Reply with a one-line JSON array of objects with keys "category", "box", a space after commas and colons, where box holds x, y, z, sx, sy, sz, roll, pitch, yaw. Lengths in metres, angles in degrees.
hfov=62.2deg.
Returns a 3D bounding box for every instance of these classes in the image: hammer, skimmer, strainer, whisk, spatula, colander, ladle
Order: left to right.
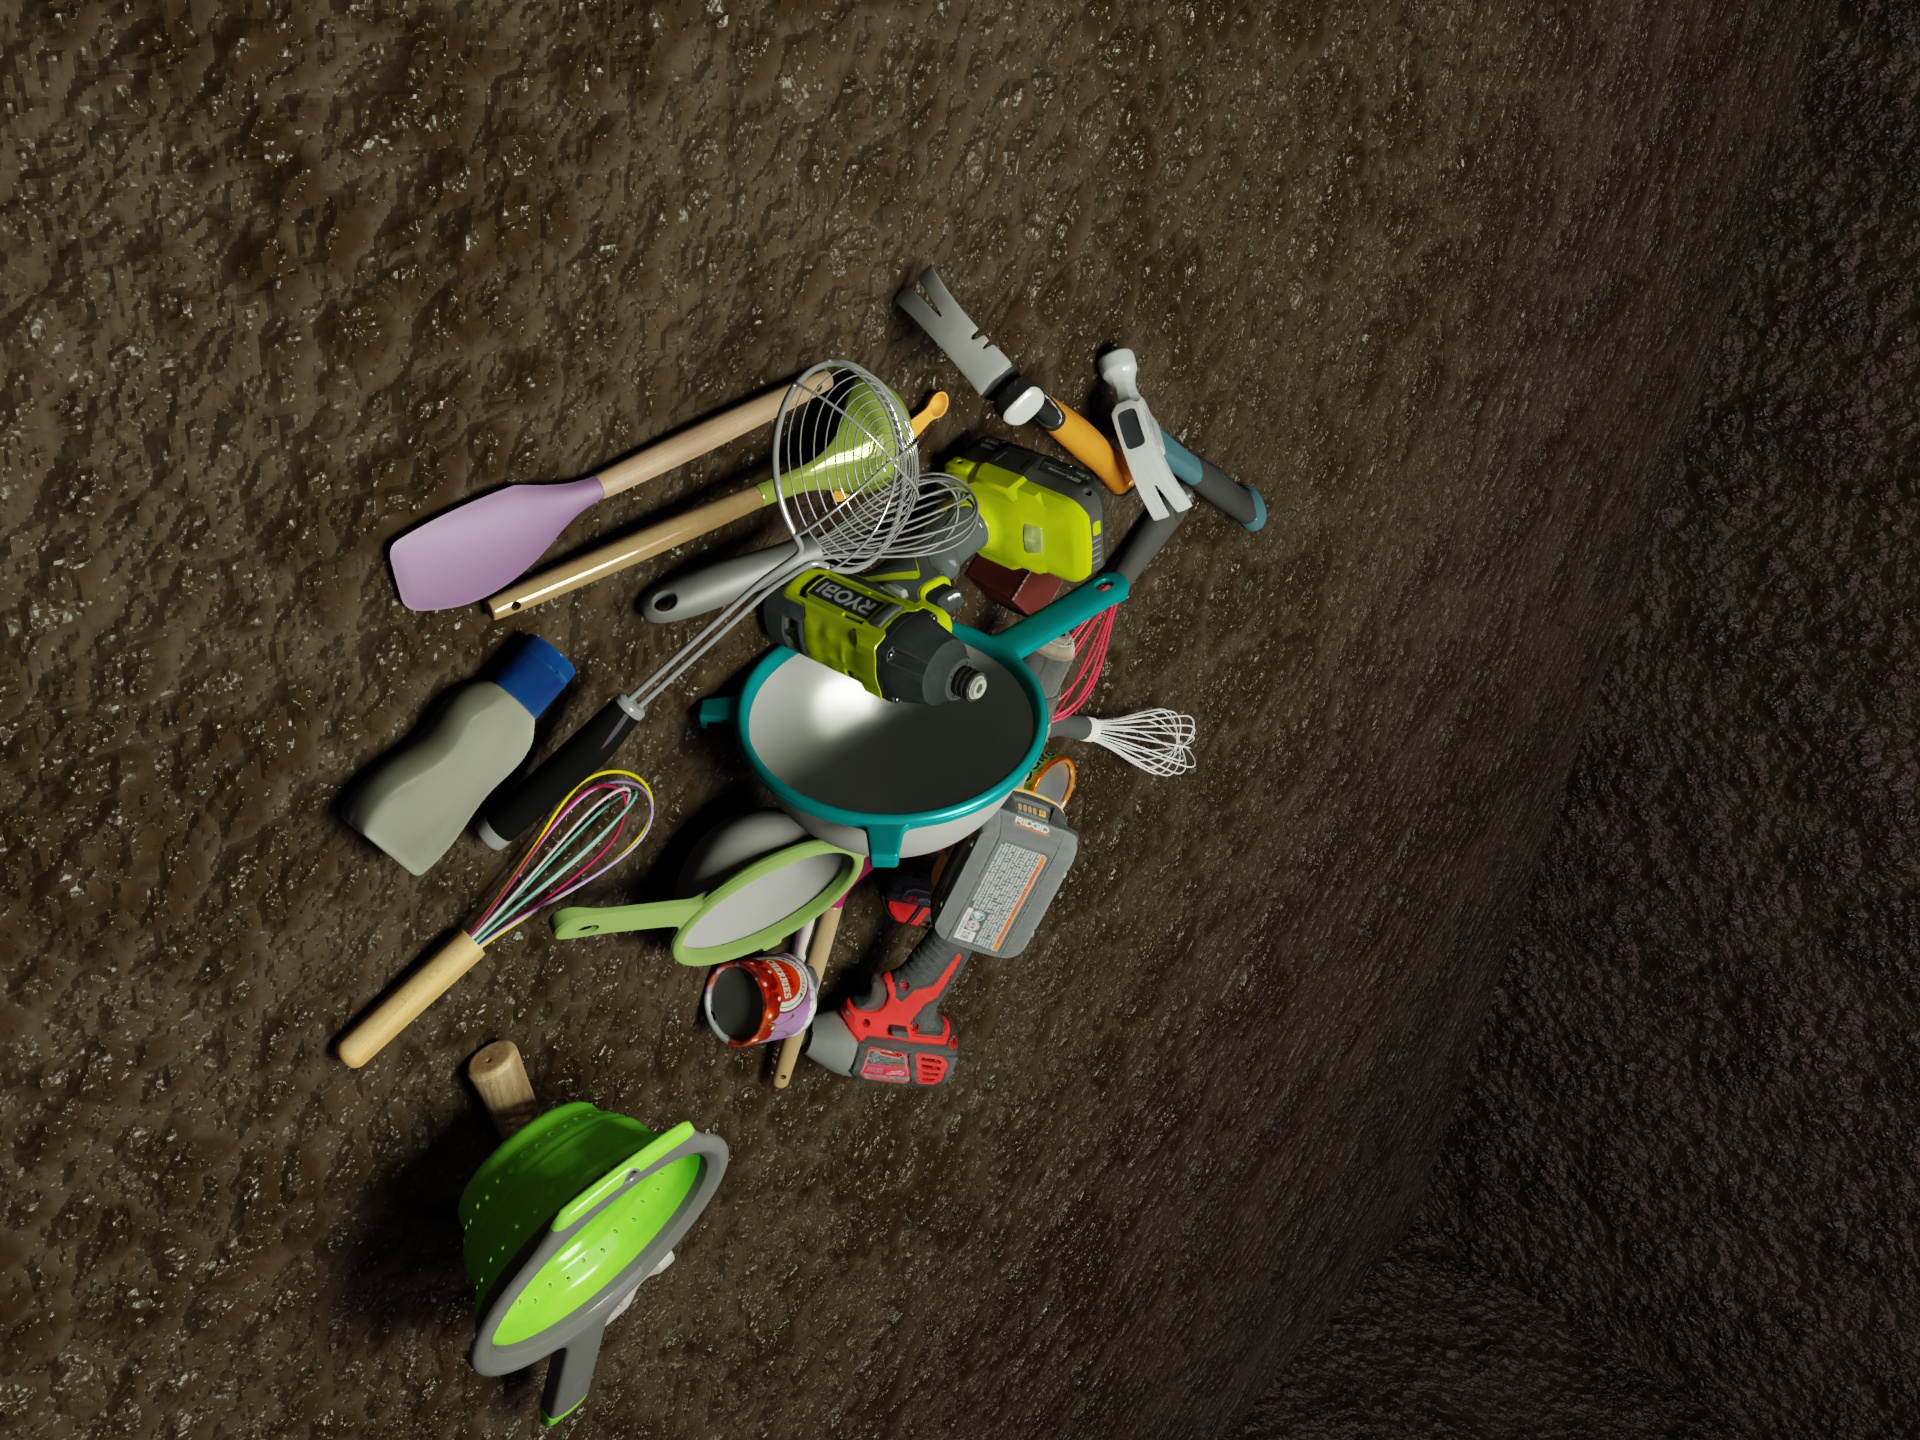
[{"category": "whisk", "box": [-0.290, 0.120, 0.992, 0.245, 0.051, 0.047, -44, 123, -18]}, {"category": "hammer", "box": [-0.296, 0.346, 1.149, 0.130, 0.031, 0.331, -39, 141, -32]}, {"category": "colander", "box": [-0.280, 0.376, 1.099, 0.204, 0.094, 0.396, -31, 153, -40]}, {"category": "spatula", "box": [-0.194, -0.146, 0.941, 0.316, 0.018, 0.059, -35, 139, -34]}, {"category": "skimmer", "box": [-0.166, -0.066, 0.972, 0.363, 0.090, 0.127, -42, 139, 5]}, {"category": "strainer", "box": [-0.182, 0.107, 1.088, 0.256, 0.069, 0.151, 0, 142, -51]}, {"category": "ladle", "box": [-0.156, -0.135, 0.992, 0.320, 0.062, 0.078, -29, 137, -30]}, {"category": "whisk", "box": [-0.094, -0.108, 1.031, 0.239, 0.055, 0.055, -22, 133, -17]}, {"category": "strainer", "box": [-0.002, -0.004, 1.129, 0.340, 0.211, 0.095, -32, 142, -33]}, {"category": "hammer", "box": [0.064, -0.230, 1.180, 0.034, 0.127, 0.336, -43, 160, 13]}, {"category": "whisk", "box": [0.135, 0.010, 1.480, 0.284, 0.070, 0.070, 10, 105, -50]}, {"category": "whisk", "box": [0.126, -0.104, 1.380, 0.296, 0.073, 0.073, -54, 147, -23]}, {"category": "hammer", "box": [0.206, -0.217, 1.388, 0.330, 0.033, 0.128, 11, 63, -62]}]

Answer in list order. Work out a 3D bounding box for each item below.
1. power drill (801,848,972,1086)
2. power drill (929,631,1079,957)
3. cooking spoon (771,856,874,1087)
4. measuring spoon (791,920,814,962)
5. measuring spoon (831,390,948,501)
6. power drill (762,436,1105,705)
[{"category": "power drill", "box": [-0.050, 0.202, 1.306, 0.143, 0.079, 0.219, 12, 113, -19]}, {"category": "power drill", "box": [0.040, 0.045, 1.211, 0.226, 0.084, 0.185, -87, -161, -58]}, {"category": "cooking spoon", "box": [-0.106, 0.163, 1.241, 0.068, 0.017, 0.318, 9, 117, -17]}, {"category": "measuring spoon", "box": [-0.120, 0.168, 1.271, 0.034, 0.018, 0.124, -9, 120, -51]}, {"category": "measuring spoon", "box": [-0.051, -0.193, 1.114, 0.117, 0.011, 0.021, -45, 144, -18]}, {"category": "power drill", "box": [-0.003, -0.099, 1.103, 0.223, 0.171, 0.080, -43, 143, -33]}]
